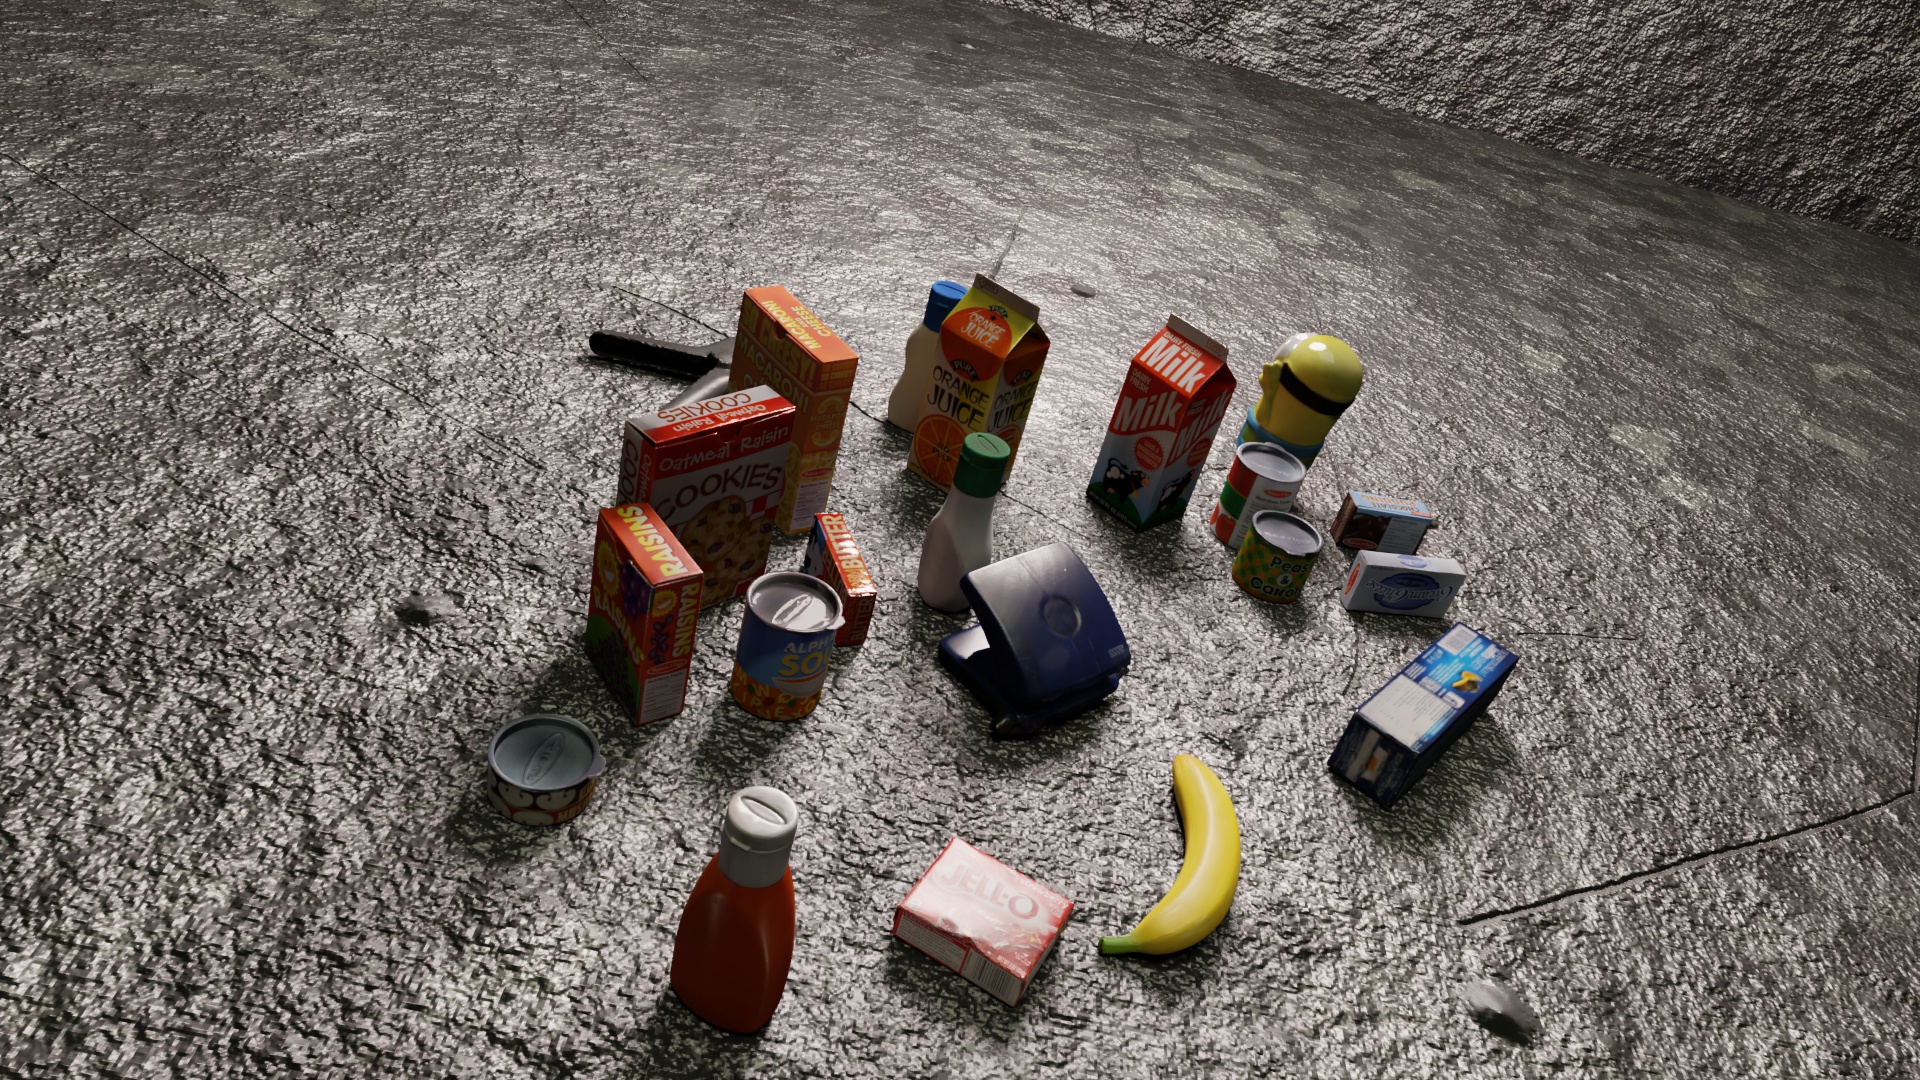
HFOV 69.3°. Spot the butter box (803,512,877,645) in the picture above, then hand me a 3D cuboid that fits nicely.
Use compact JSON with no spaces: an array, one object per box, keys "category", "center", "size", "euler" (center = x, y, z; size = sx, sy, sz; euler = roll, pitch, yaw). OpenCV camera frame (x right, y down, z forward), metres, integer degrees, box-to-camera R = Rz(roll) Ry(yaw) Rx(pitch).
[{"category":"butter box","center":[-0.094,0.029,1.073],"size":[0.024,0.052,0.104],"euler":[-1,37,-24]}]

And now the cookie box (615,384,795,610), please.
[{"category":"cookie box","center":[-0.188,-0.022,1.005],"size":[0.040,0.166,0.123],"euler":[37,39,29]}]

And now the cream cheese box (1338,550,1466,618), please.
[{"category":"cream cheese box","center":[0.400,0.040,1.260],"size":[0.104,0.053,0.024],"euler":[5,35,-15]}]

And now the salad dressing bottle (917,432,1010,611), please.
[{"category":"salad dressing bottle","center":[0.004,-0.014,1.090],"size":[0.044,0.146,0.064],"euler":[-9,41,-32]}]

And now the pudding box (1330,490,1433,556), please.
[{"category":"pudding box","center":[0.408,-0.016,1.348],"size":[0.084,0.049,0.030],"euler":[8,34,-12]}]

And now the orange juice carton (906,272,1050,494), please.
[{"category":"orange juice carton","center":[0.019,-0.137,1.235],"size":[0.072,0.191,0.073],"euler":[34,37,25]}]

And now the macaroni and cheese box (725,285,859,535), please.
[{"category":"macaroni and cheese box","center":[-0.147,-0.107,1.146],"size":[0.040,0.165,0.124],"euler":[-14,43,-37]}]

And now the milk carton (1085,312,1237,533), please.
[{"category":"milk carton","center":[0.187,-0.108,1.263],"size":[0.074,0.189,0.072],"euler":[-20,47,-41]}]

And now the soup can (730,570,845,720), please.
[{"category":"soup can","center":[-0.120,0.075,0.967],"size":[0.071,0.083,0.072],"euler":[11,34,-7]}]

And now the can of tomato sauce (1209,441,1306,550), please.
[{"category":"can of tomato sauce","center":[0.277,-0.041,1.300],"size":[0.071,0.082,0.071],"euler":[11,34,-7]}]

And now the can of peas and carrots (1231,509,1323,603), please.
[{"category":"can of peas and carrots","center":[0.284,0.016,1.243],"size":[0.071,0.058,0.071],"euler":[11,34,-7]}]

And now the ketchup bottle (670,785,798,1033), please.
[{"category":"ketchup bottle","center":[-0.116,0.195,0.737],"size":[0.065,0.148,0.044],"euler":[27,35,16]}]

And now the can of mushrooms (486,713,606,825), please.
[{"category":"can of mushrooms","center":[-0.256,0.142,0.859],"size":[0.071,0.033,0.071],"euler":[11,34,-7]}]

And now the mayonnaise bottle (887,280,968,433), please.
[{"category":"mayonnaise bottle","center":[-0.025,-0.170,1.303],"size":[0.065,0.147,0.041],"euler":[22,34,9]}]

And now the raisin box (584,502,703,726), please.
[{"category":"raisin box","center":[-0.215,0.049,0.931],"size":[0.040,0.122,0.086],"euler":[-12,43,-36]}]
